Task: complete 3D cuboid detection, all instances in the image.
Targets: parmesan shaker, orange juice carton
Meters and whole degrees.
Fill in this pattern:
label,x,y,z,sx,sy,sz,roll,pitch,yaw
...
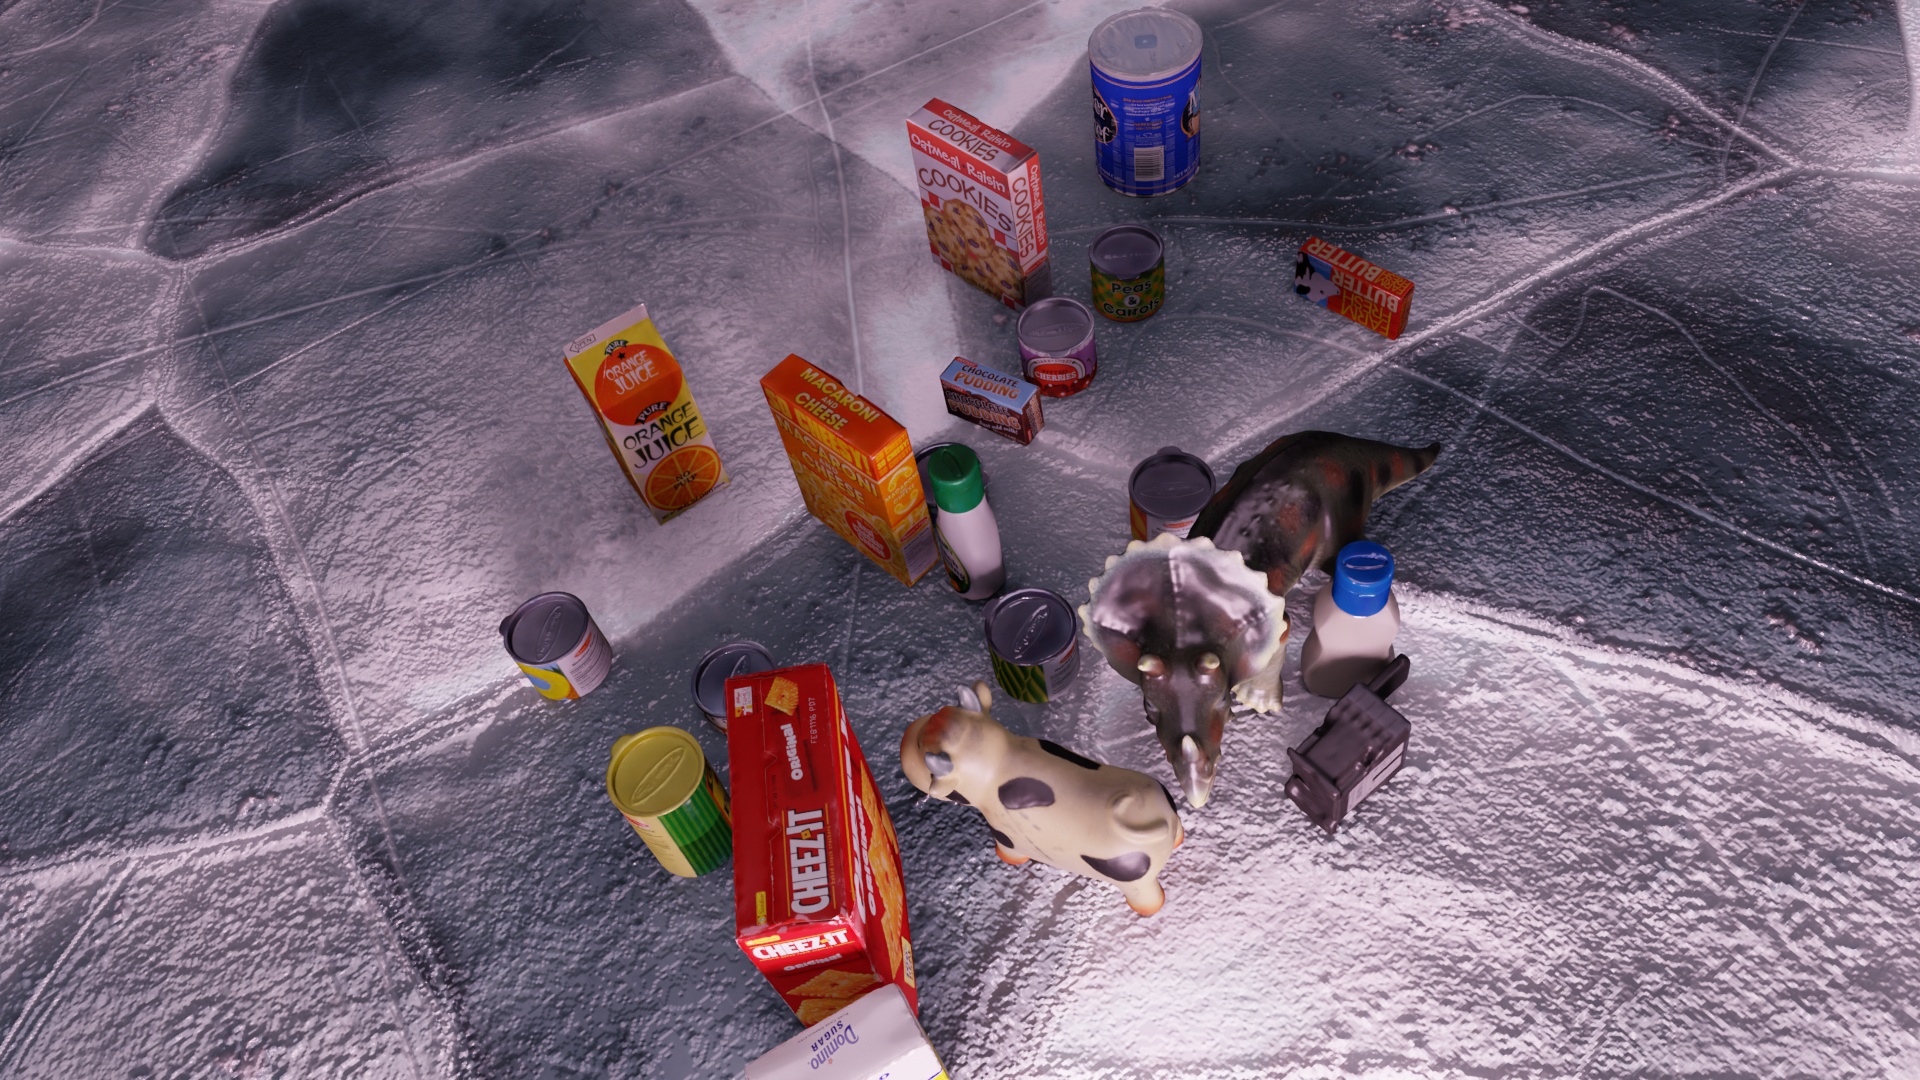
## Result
label,x,y,z,sx,sy,sz,roll,pitch,yaw
parmesan shaker,-0.196,0.179,0.955,0.071,0.102,0.071,-4,54,6
orange juice carton,-0.255,-0.107,1.115,0.072,0.191,0.073,-32,56,-14

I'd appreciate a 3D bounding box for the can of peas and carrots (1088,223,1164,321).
label,x,y,z,sx,sy,sz,roll,pitch,yaw
can of peas and carrots,0.148,-0.235,1.228,0.071,0.058,0.071,-4,54,6

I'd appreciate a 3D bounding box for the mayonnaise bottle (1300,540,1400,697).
label,x,y,z,sx,sy,sz,roll,pitch,yaw
mayonnaise bottle,0.268,0.056,0.944,0.065,0.147,0.041,-2,54,8

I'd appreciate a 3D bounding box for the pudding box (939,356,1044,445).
label,x,y,z,sx,sy,sz,roll,pitch,yaw
pudding box,0.027,-0.118,1.168,0.084,0.049,0.030,25,62,24

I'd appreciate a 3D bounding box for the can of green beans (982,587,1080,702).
label,x,y,z,sx,sy,sz,roll,pitch,yaw
can of green beans,0.054,0.077,1.018,0.071,0.057,0.071,-4,54,6

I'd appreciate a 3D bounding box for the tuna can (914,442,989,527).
label,x,y,z,sx,sy,sz,roll,pitch,yaw
tuna can,-0.009,-0.044,1.131,0.071,0.032,0.071,-4,54,6

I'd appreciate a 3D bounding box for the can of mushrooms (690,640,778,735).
label,x,y,z,sx,sy,sz,roll,pitch,yaw
can of mushrooms,-0.163,0.112,1.041,0.071,0.033,0.071,-4,54,6

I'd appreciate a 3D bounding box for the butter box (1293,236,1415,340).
label,x,y,z,sx,sy,sz,roll,pitch,yaw
butter box,0.336,-0.216,1.189,0.104,0.053,0.024,34,66,28

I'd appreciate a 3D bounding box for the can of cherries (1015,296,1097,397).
label,x,y,z,sx,sy,sz,roll,pitch,yaw
can of cherries,0.082,-0.163,1.187,0.071,0.058,0.072,-4,54,6

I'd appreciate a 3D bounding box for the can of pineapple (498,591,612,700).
label,x,y,z,sx,sy,sz,roll,pitch,yaw
can of pineapple,-0.311,0.081,1.071,0.071,0.057,0.071,-4,54,6

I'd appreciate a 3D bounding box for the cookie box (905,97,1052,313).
label,x,y,z,sx,sy,sz,roll,pitch,yaw
cookie box,0.019,-0.292,1.222,0.123,0.166,0.040,36,67,29

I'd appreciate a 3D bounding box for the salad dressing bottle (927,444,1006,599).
label,x,y,z,sx,sy,sz,roll,pitch,yaw
salad dressing bottle,0.004,-0.013,1.035,0.044,0.147,0.064,-25,55,-9

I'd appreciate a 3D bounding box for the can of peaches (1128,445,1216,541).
label,x,y,z,sx,sy,sz,roll,pitch,yaw
can of peaches,0.164,-0.028,1.077,0.071,0.057,0.071,-4,54,6

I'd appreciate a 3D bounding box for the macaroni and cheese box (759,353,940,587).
label,x,y,z,sx,sy,sz,roll,pitch,yaw
macaroni and cheese box,-0.082,-0.053,1.065,0.124,0.165,0.040,35,67,28
